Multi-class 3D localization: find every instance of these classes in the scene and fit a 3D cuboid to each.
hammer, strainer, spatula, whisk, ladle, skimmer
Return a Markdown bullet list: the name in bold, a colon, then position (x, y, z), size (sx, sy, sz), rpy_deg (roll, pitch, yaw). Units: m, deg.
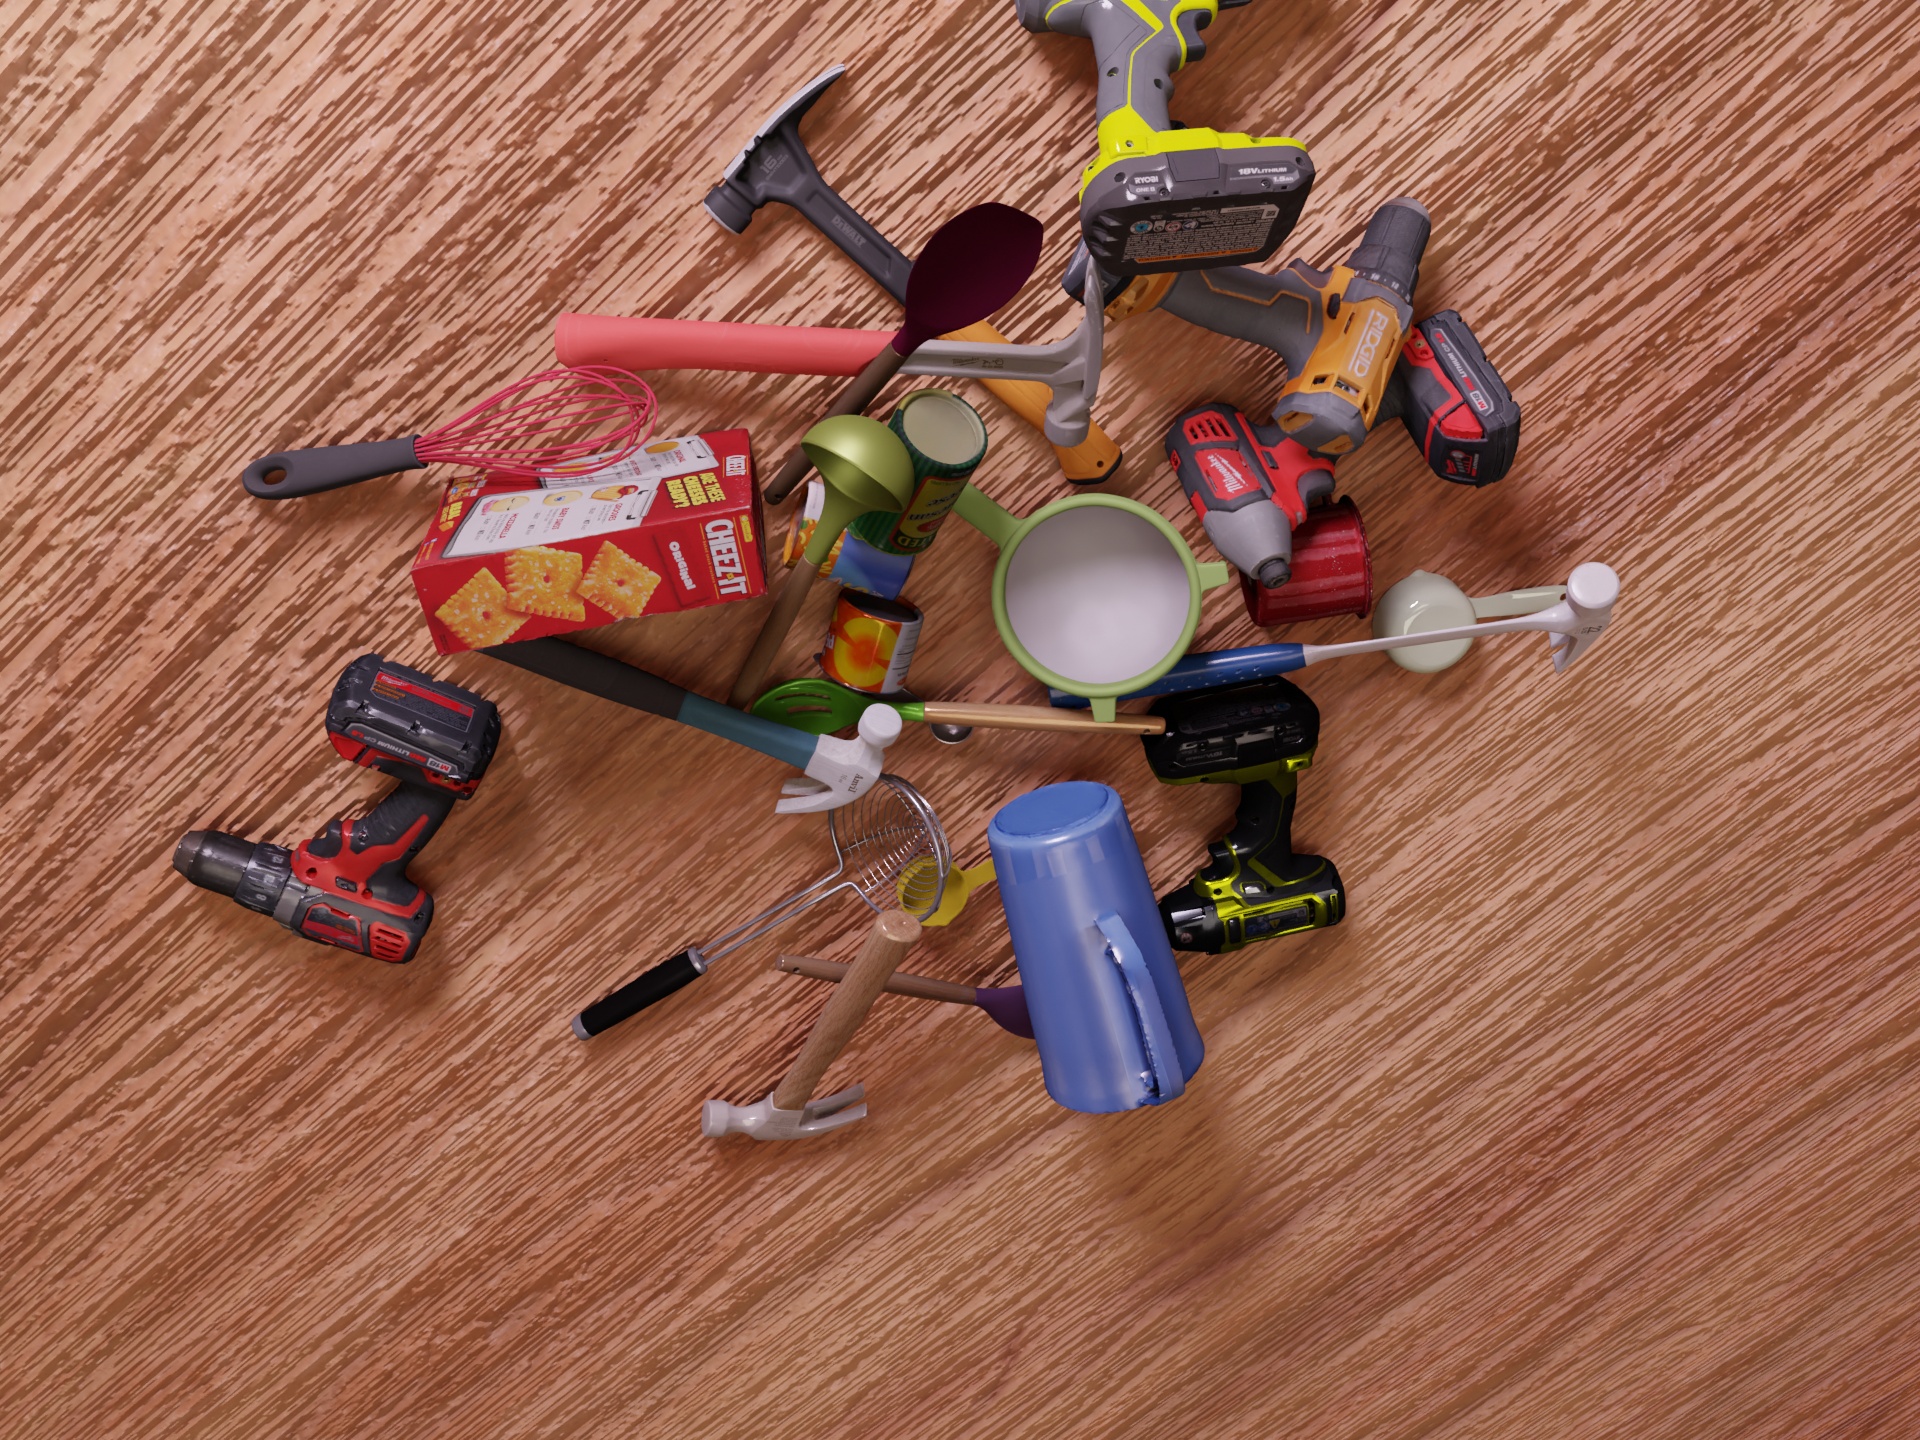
- **hammer**: position (-0.087, -0.248, 1.041), size (0.359, 0.037, 0.149), rpy_deg (4, 148, 2)
- **hammer**: position (-0.102, 0.252, 1.270), size (0.130, 0.031, 0.331), rpy_deg (8, 138, -23)
- **hammer**: position (-0.007, -0.283, 1.084), size (0.336, 0.034, 0.127), rpy_deg (39, 106, -23)
- **strainer**: position (0.059, -0.128, 1.158), size (0.256, 0.069, 0.151), rpy_deg (37, 112, -2)
- **hammer**: position (0.268, -0.047, 1.183), size (0.405, 0.035, 0.144), rpy_deg (-8, 162, 13)
- **spatula**: position (-0.013, 0.223, 1.301), size (0.315, 0.018, 0.059), rpy_deg (17, 112, -33)
- **hammer**: position (-0.215, -0.017, 1.159), size (0.331, 0.033, 0.128), rpy_deg (21, 137, -8)
- **whisk**: position (-0.342, -0.183, 1.060), size (0.296, 0.073, 0.073), rpy_deg (-9, 118, 8)
- **ladle**: position (-0.114, -0.088, 1.087), size (0.078, 0.062, 0.320), rpy_deg (33, 135, -3)
- **skimmer**: position (-0.167, 0.163, 1.249), size (0.363, 0.090, 0.127), rpy_deg (-31, 84, 10)

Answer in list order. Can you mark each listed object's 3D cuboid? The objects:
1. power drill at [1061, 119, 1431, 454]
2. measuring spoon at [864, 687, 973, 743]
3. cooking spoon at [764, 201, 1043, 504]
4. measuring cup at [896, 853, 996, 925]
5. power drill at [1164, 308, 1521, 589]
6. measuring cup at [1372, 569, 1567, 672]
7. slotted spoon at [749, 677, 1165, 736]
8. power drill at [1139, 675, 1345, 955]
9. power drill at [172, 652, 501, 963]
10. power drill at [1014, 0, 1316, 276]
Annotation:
- **power drill**: position (0.202, -0.306, 1.055), size (0.226, 0.084, 0.185), rpy_deg (27, 78, -11)
- **measuring spoon**: position (-0.045, -0.020, 1.222), size (0.124, 0.018, 0.034), rpy_deg (28, 118, -13)
- **cooking spoon**: position (-0.051, -0.225, 1.022), size (0.068, 0.017, 0.319), rpy_deg (14, 147, -29)
- **measuring cup**: position (0.020, 0.116, 1.295), size (0.156, 0.029, 0.062), rpy_deg (-24, 118, -9)
- **power drill**: position (0.268, -0.185, 1.114), size (0.219, 0.143, 0.078), rpy_deg (-22, 155, 2)
- **measuring cup**: position (0.408, -0.080, 1.241), size (0.167, 0.038, 0.083), rpy_deg (-9, 117, -1)
- **slotted spoon**: position (-0.002, -0.004, 1.202), size (0.313, 0.031, 0.070), rpy_deg (3, 141, -1)
- **power drill**: position (0.216, 0.087, 1.277), size (0.171, 0.080, 0.223), rpy_deg (-12, 120, -3)
- **power drill**: position (-0.457, 0.066, 1.170), size (0.187, 0.080, 0.226), rpy_deg (24, 113, -18)
- **power drill**: position (0.141, -0.395, 0.970), size (0.190, 0.080, 0.229), rpy_deg (-7, 73, -5)
